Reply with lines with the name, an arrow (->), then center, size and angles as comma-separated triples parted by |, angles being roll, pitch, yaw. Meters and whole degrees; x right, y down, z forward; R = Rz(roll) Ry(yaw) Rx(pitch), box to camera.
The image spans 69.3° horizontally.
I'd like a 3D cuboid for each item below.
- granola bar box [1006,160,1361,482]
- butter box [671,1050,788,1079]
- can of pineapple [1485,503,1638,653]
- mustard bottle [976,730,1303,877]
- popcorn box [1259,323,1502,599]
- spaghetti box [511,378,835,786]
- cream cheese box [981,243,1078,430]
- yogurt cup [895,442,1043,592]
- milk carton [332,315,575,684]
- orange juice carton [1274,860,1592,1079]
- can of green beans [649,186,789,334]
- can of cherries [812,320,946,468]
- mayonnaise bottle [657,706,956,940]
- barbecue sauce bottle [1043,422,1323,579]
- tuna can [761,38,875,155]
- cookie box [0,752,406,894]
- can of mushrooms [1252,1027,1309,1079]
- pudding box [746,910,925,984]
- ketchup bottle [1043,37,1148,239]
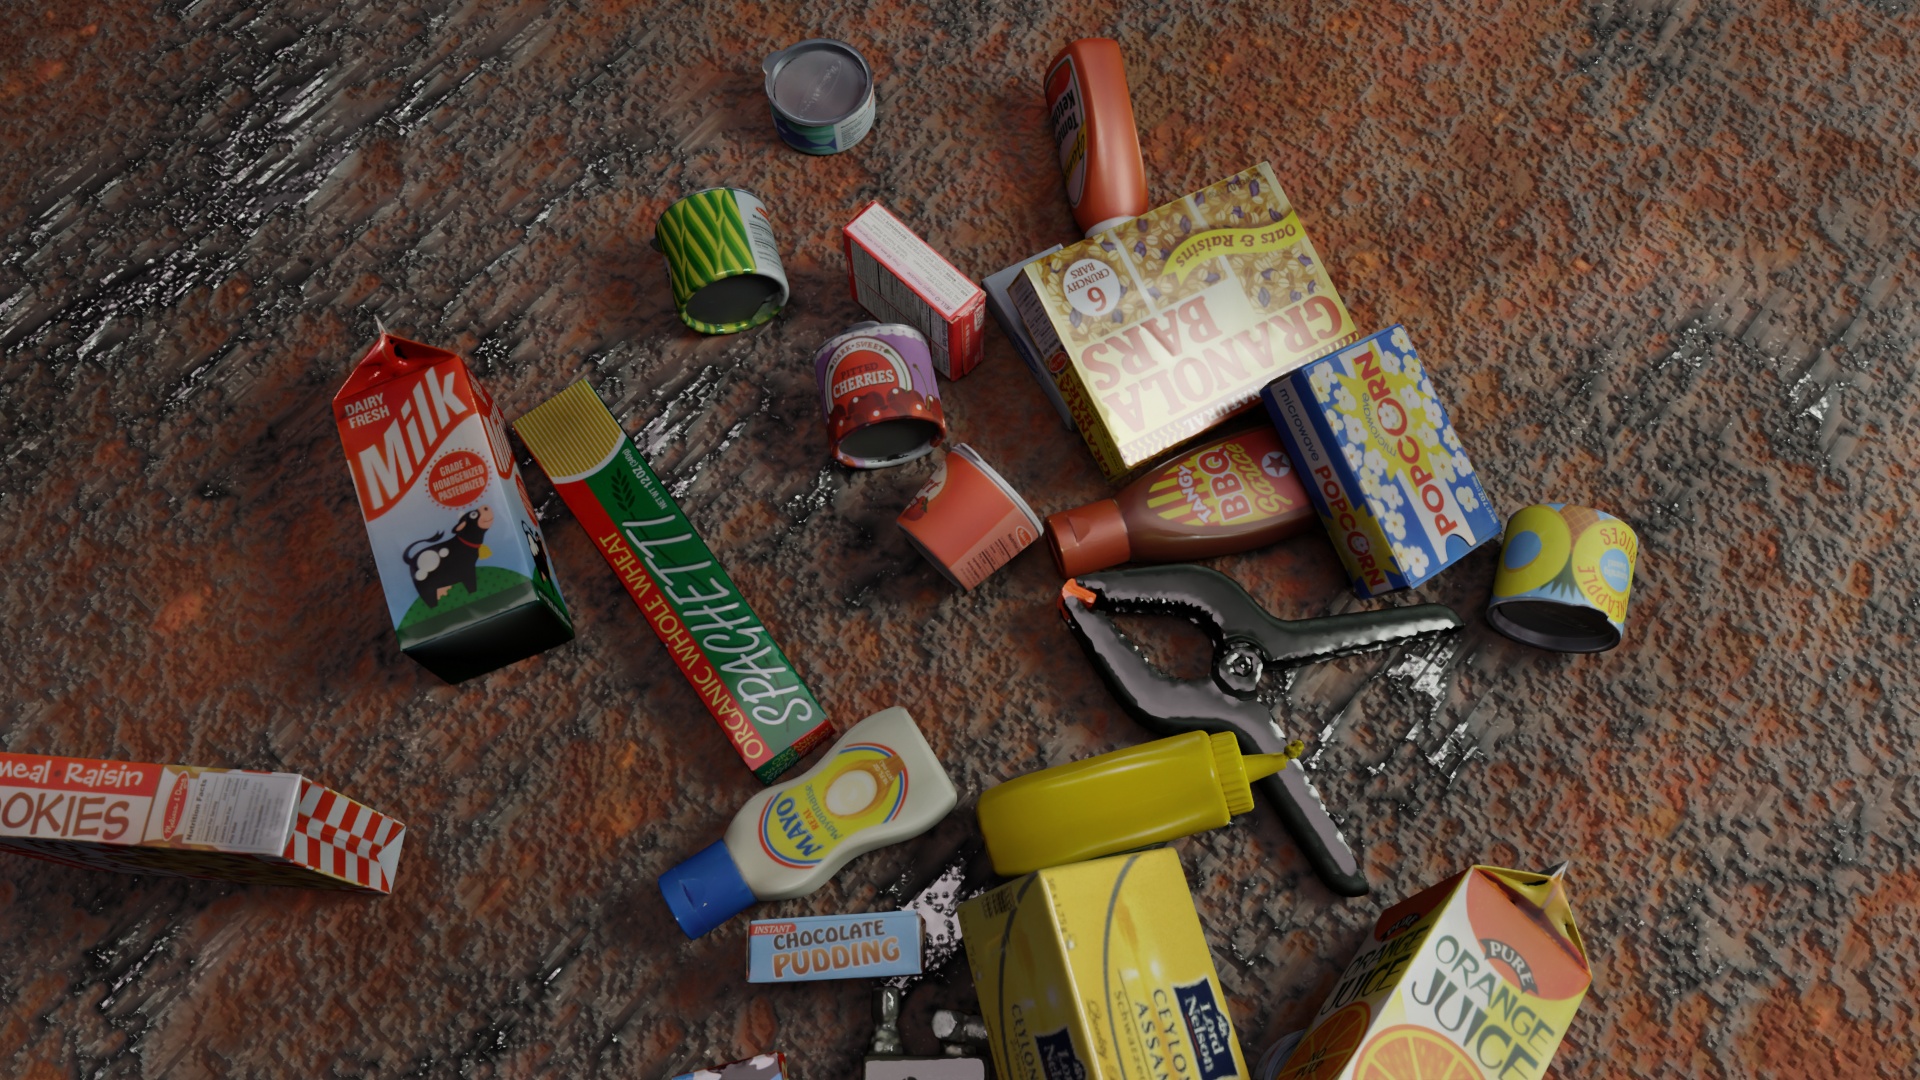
granola bar box -> 0.126, -0.123, 0.774 | 0.166, 0.039, 0.124 | -26, 87, -18
butter box -> -0.100, 0.297, 0.648 | 0.053, 0.024, 0.104 | -13, 69, -4
can of pineapple -> 0.317, 0.020, 0.728 | 0.071, 0.070, 0.058 | 18, 70, 7
mustard bottle -> 0.090, 0.124, 0.678 | 0.160, 0.065, 0.049 | -16, 84, 10
popcorn box -> 0.223, -0.043, 0.736 | 0.085, 0.038, 0.126 | -25, 89, -33
spaghetti box -> -0.158, 0.018, 0.753 | 0.050, 0.028, 0.250 | -35, 72, -11
cream cheese box -> 0.060, -0.119, 0.807 | 0.053, 0.024, 0.104 | -28, 71, -10
yogurt cup -> 0.003, -0.009, 0.745 | 0.054, 0.072, 0.072 | -45, 75, -6
milk carton -> -0.278, -0.028, 0.748 | 0.073, 0.072, 0.191 | -21, 70, -7
orange juice carton -> 0.212, 0.217, 0.620 | 0.073, 0.071, 0.193 | 43, 55, 9
can of green beans -> -0.137, -0.160, 0.802 | 0.071, 0.071, 0.058 | -16, 71, -6
can of cherries -> -0.046, -0.080, 0.768 | 0.071, 0.071, 0.058 | -11, 70, -4
mayonnaise bottle -> -0.078, 0.145, 0.697 | 0.148, 0.041, 0.065 | -30, 74, -11
barbecue sauce bottle -> 0.121, -0.016, 0.757 | 0.149, 0.043, 0.065 | -17, 64, -6
tuna can -> -0.089, -0.276, 0.864 | 0.071, 0.032, 0.071 | 0, 69, 0
cookie box -> -0.372, 0.134, 0.659 | 0.167, 0.122, 0.040 | 4, 69, 2
can of mushrooms -> 0.173, 0.266, 0.653 | 0.071, 0.033, 0.071 | 0, 69, 0
pudding box -> -0.059, 0.197, 0.672 | 0.084, 0.049, 0.030 | -3, 71, -1
ketchup bottle -> 0.086, -0.219, 0.828 | 0.043, 0.064, 0.149 | -7, 77, -16
